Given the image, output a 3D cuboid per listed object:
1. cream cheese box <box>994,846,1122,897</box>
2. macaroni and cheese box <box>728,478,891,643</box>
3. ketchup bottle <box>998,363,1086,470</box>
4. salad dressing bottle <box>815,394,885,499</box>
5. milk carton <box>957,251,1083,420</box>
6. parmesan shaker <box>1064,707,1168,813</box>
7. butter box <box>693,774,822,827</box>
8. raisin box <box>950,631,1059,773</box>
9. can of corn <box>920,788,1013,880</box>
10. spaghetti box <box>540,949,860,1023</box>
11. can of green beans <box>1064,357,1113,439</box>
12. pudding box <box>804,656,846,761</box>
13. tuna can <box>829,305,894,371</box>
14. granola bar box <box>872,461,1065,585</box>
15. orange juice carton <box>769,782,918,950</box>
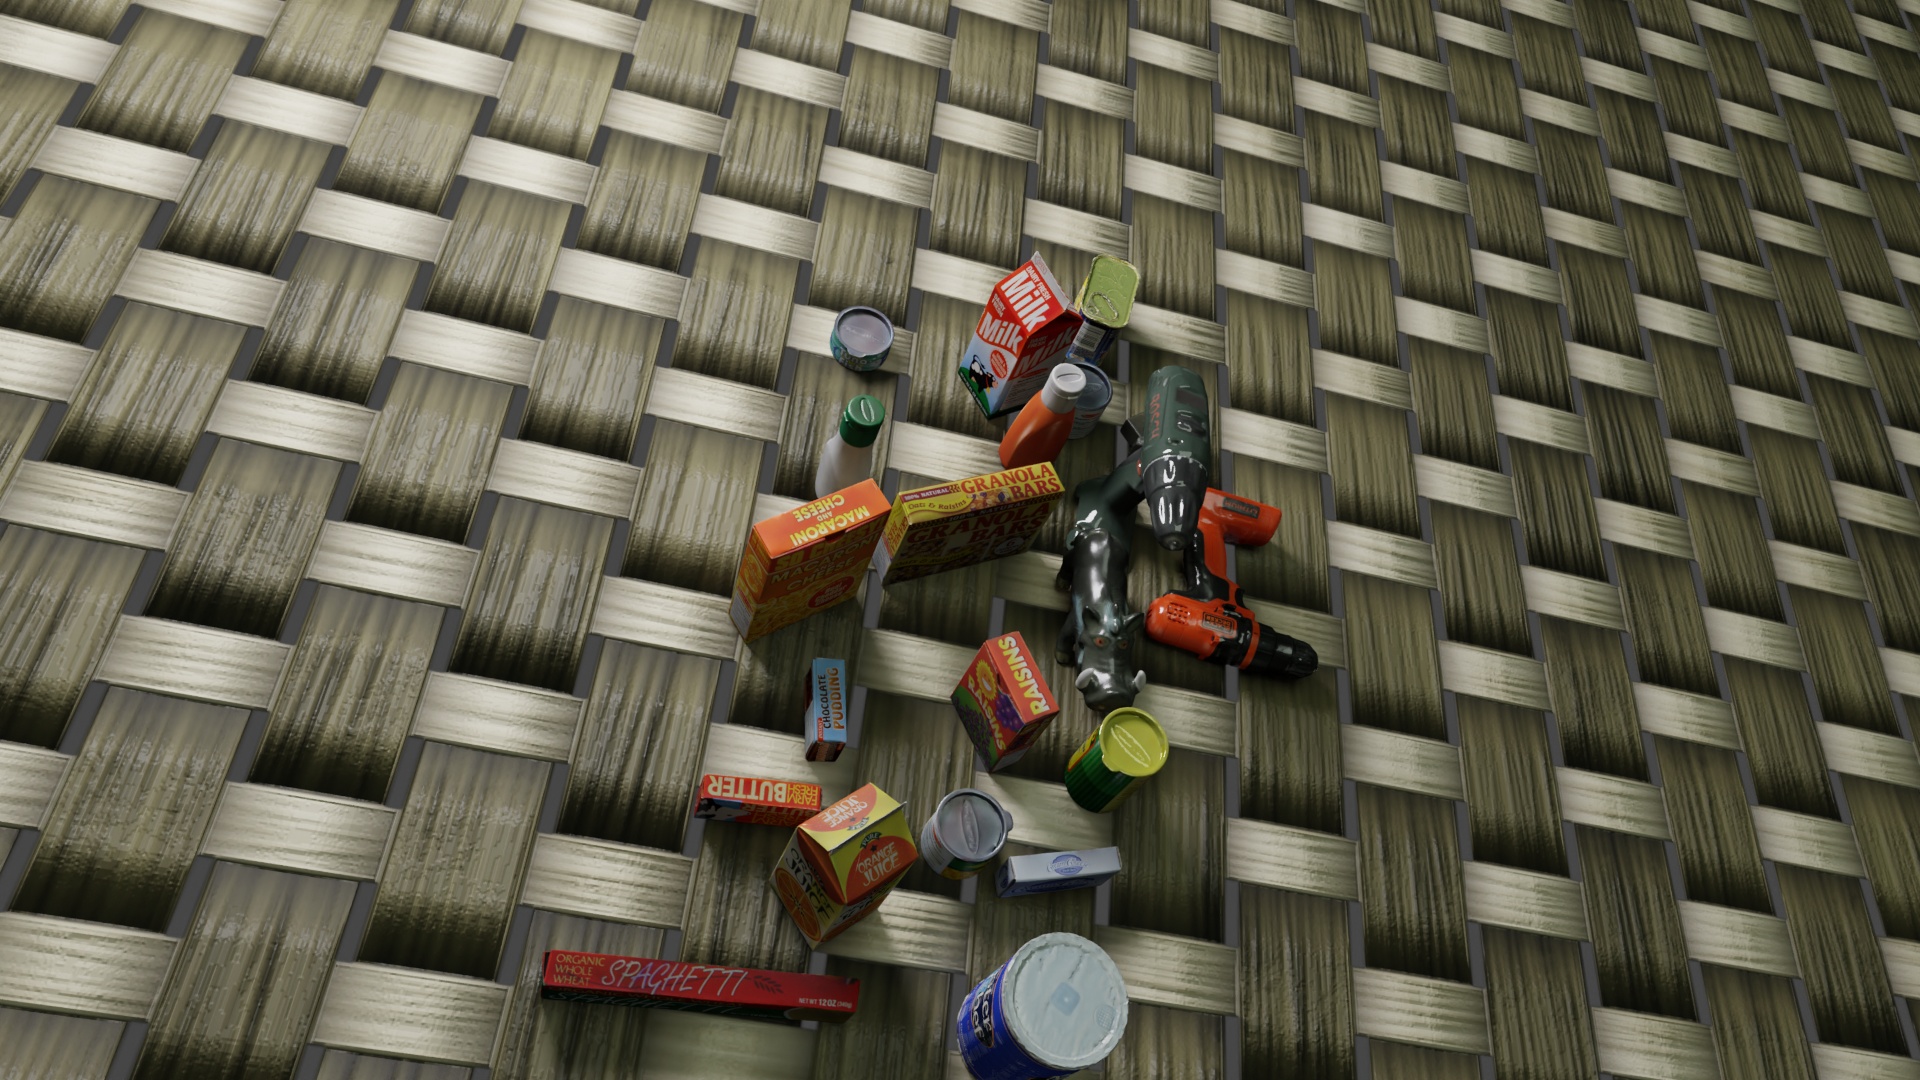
[{"bbox_3d":[0.086,0.296,1.239,0.104,0.053,0.024,-1,61,-18],"label":"cream cheese box"},{"bbox_3d":[-0.138,0.021,1.264,0.124,0.165,0.040,-24,70,-28],"label":"macaroni and cheese box"},{"bbox_3d":[0.089,-0.125,1.435,0.065,0.148,0.044,-9,64,-22],"label":"ketchup bottle"},{"bbox_3d":[-0.107,-0.085,1.349,0.044,0.147,0.064,-6,63,-21],"label":"salad dressing bottle"},{"bbox_3d":[0.067,-0.215,1.457,0.074,0.189,0.072,-20,68,-27],"label":"milk carton"},{"bbox_3d":[0.140,0.206,1.281,0.071,0.102,0.071,8,58,-13],"label":"parmesan shaker"},{"bbox_3d":[-0.174,0.225,1.198,0.103,0.053,0.024,8,58,-13],"label":"butter box"},{"bbox_3d":[0.038,0.149,1.270,0.040,0.122,0.086,-16,66,-25],"label":"raisin box"},{"bbox_3d":[0.005,0.261,1.231,0.071,0.058,0.071,8,58,-13],"label":"can of corn"},{"bbox_3d":[-0.208,0.357,1.110,0.250,0.050,0.029,9,58,-12],"label":"spaghetti box"},{"bbox_3d":[0.126,-0.153,1.519,0.071,0.057,0.071,8,58,-13],"label":"can of green beans"},{"bbox_3d":[-0.123,0.153,1.260,0.030,0.049,0.084,4,59,-15],"label":"pudding box"},{"bbox_3d":[-0.107,-0.215,1.496,0.071,0.032,0.071,8,58,-13],"label":"tuna can"},{"bbox_3d":[0.005,-0.017,1.358,0.166,0.123,0.039,-13,65,-24],"label":"granola bar box"},{"bbox_3d":[-0.093,0.259,1.120,0.072,0.191,0.073,-27,71,-29],"label":"orange juice carton"}]
